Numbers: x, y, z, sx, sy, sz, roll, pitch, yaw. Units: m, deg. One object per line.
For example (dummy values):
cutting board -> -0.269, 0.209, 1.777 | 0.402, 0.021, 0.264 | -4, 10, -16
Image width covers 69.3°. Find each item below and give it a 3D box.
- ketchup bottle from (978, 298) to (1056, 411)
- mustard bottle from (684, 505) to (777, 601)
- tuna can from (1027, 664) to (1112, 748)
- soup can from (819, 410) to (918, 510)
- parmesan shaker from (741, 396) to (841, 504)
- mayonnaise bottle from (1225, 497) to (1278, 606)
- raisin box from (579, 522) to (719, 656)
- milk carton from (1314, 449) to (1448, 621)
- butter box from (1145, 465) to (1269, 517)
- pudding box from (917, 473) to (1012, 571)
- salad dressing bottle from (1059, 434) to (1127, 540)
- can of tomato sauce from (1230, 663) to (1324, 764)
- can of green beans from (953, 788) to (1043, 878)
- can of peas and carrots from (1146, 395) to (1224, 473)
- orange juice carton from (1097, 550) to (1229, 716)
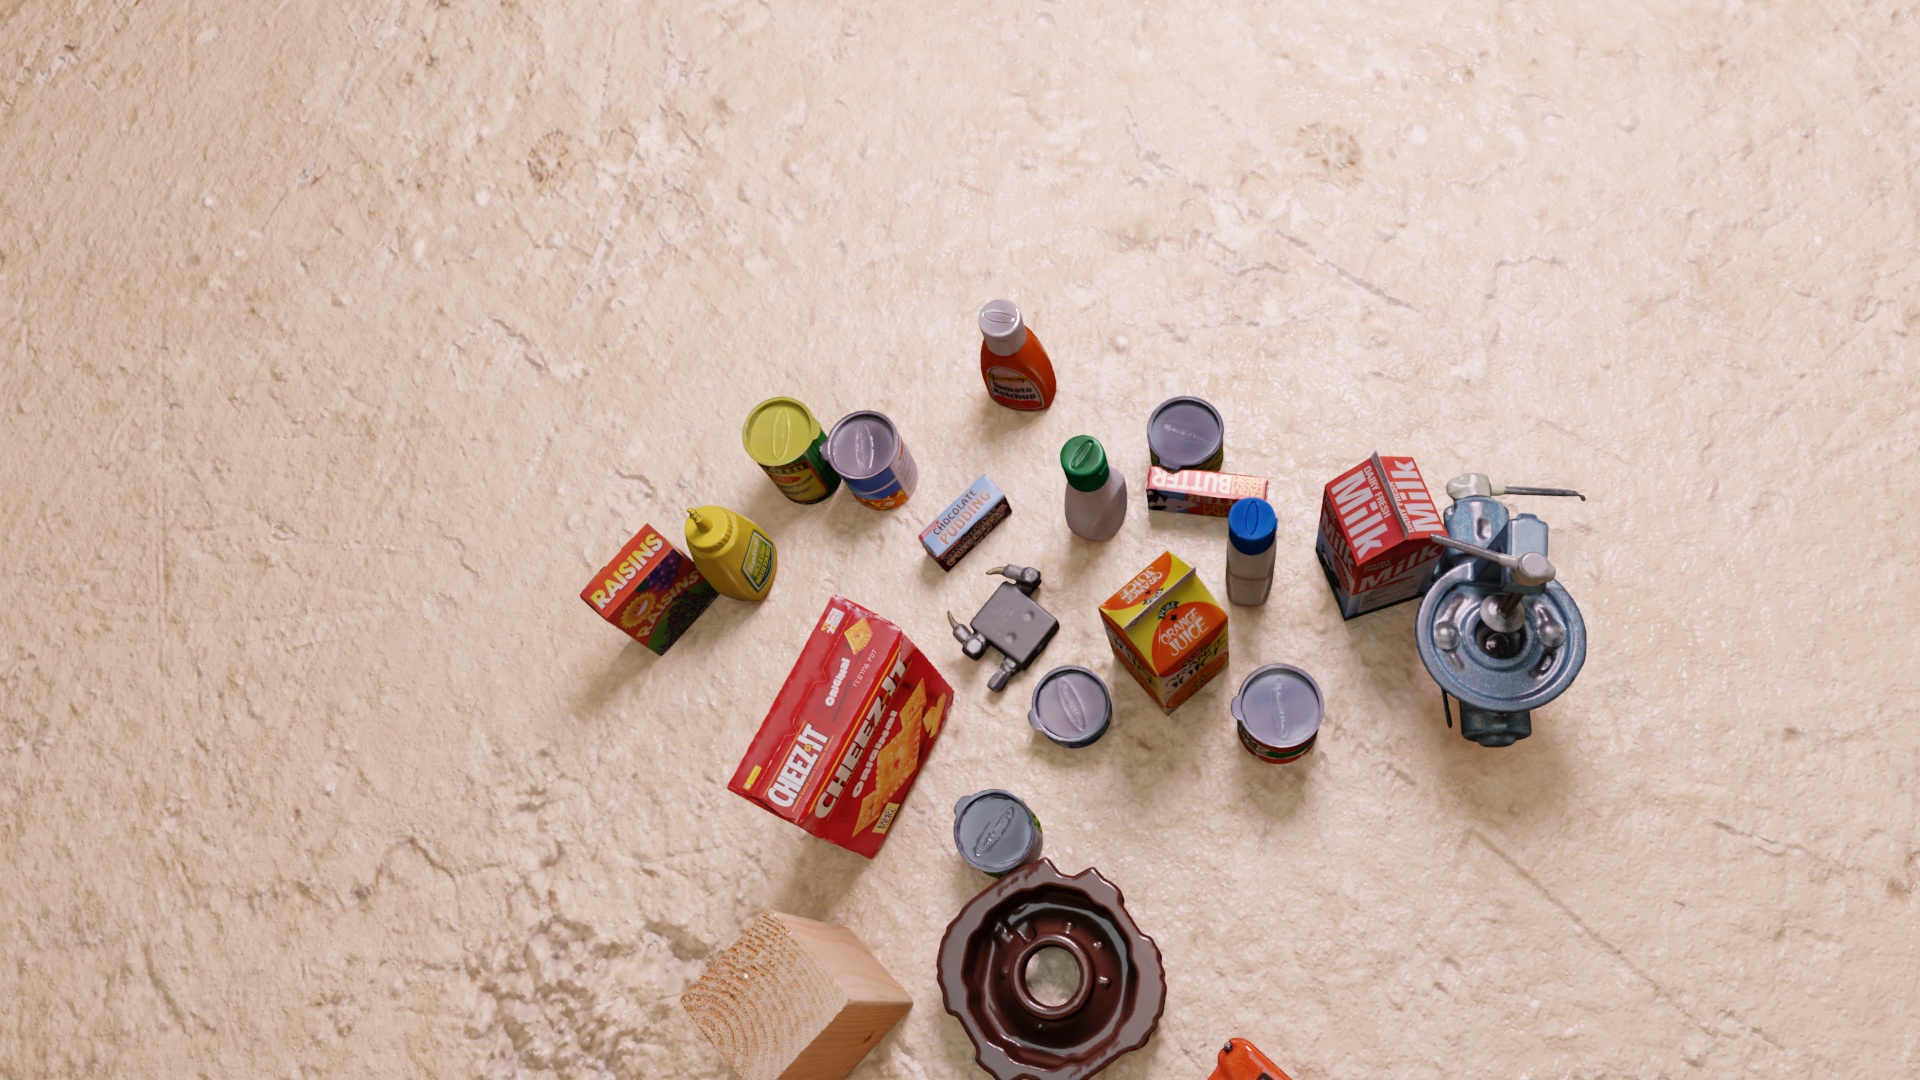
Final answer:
ketchup bottle -> 0.046, -0.163, 1.227 | 0.065, 0.148, 0.043 | 10, 73, 14
mustard bottle -> -0.204, 0.005, 1.208 | 0.049, 0.160, 0.065 | 9, 73, 14
tuna can -> 0.092, 0.142, 1.170 | 0.071, 0.032, 0.071 | -3, 70, 10
soup can -> -0.081, -0.071, 1.253 | 0.071, 0.083, 0.071 | -4, 70, 10
parmesan shaker -> -0.147, -0.079, 1.259 | 0.071, 0.103, 0.071 | -4, 70, 10
mayonnaise bottle -> 0.236, 0.006, 1.129 | 0.041, 0.147, 0.065 | 5, 72, 13
raisin box -> -0.271, 0.045, 1.227 | 0.040, 0.123, 0.086 | 40, 82, 21
milk carton -> 0.330, -0.005, 1.092 | 0.073, 0.190, 0.072 | -18, 69, 4
butter box -> 0.214, -0.040, 1.202 | 0.103, 0.053, 0.024 | 7, 72, 13
pudding box -> 0.004, -0.015, 1.235 | 0.084, 0.049, 0.030 | -43, 69, -6
salad dressing bottle -> 0.111, -0.045, 1.172 | 0.044, 0.147, 0.064 | 30, 79, 19
can of tomato sauce -> 0.253, 0.141, 1.112 | 0.071, 0.083, 0.071 | -4, 70, 10
can of green beans -> 0.032, 0.240, 1.133 | 0.071, 0.057, 0.071 | -3, 70, 10
can of peas and carrots -> 0.197, -0.083, 1.217 | 0.071, 0.058, 0.071 | -3, 70, 10
orange juice carton -> 0.162, 0.071, 1.096 | 0.072, 0.192, 0.073 | -39, 68, -4
